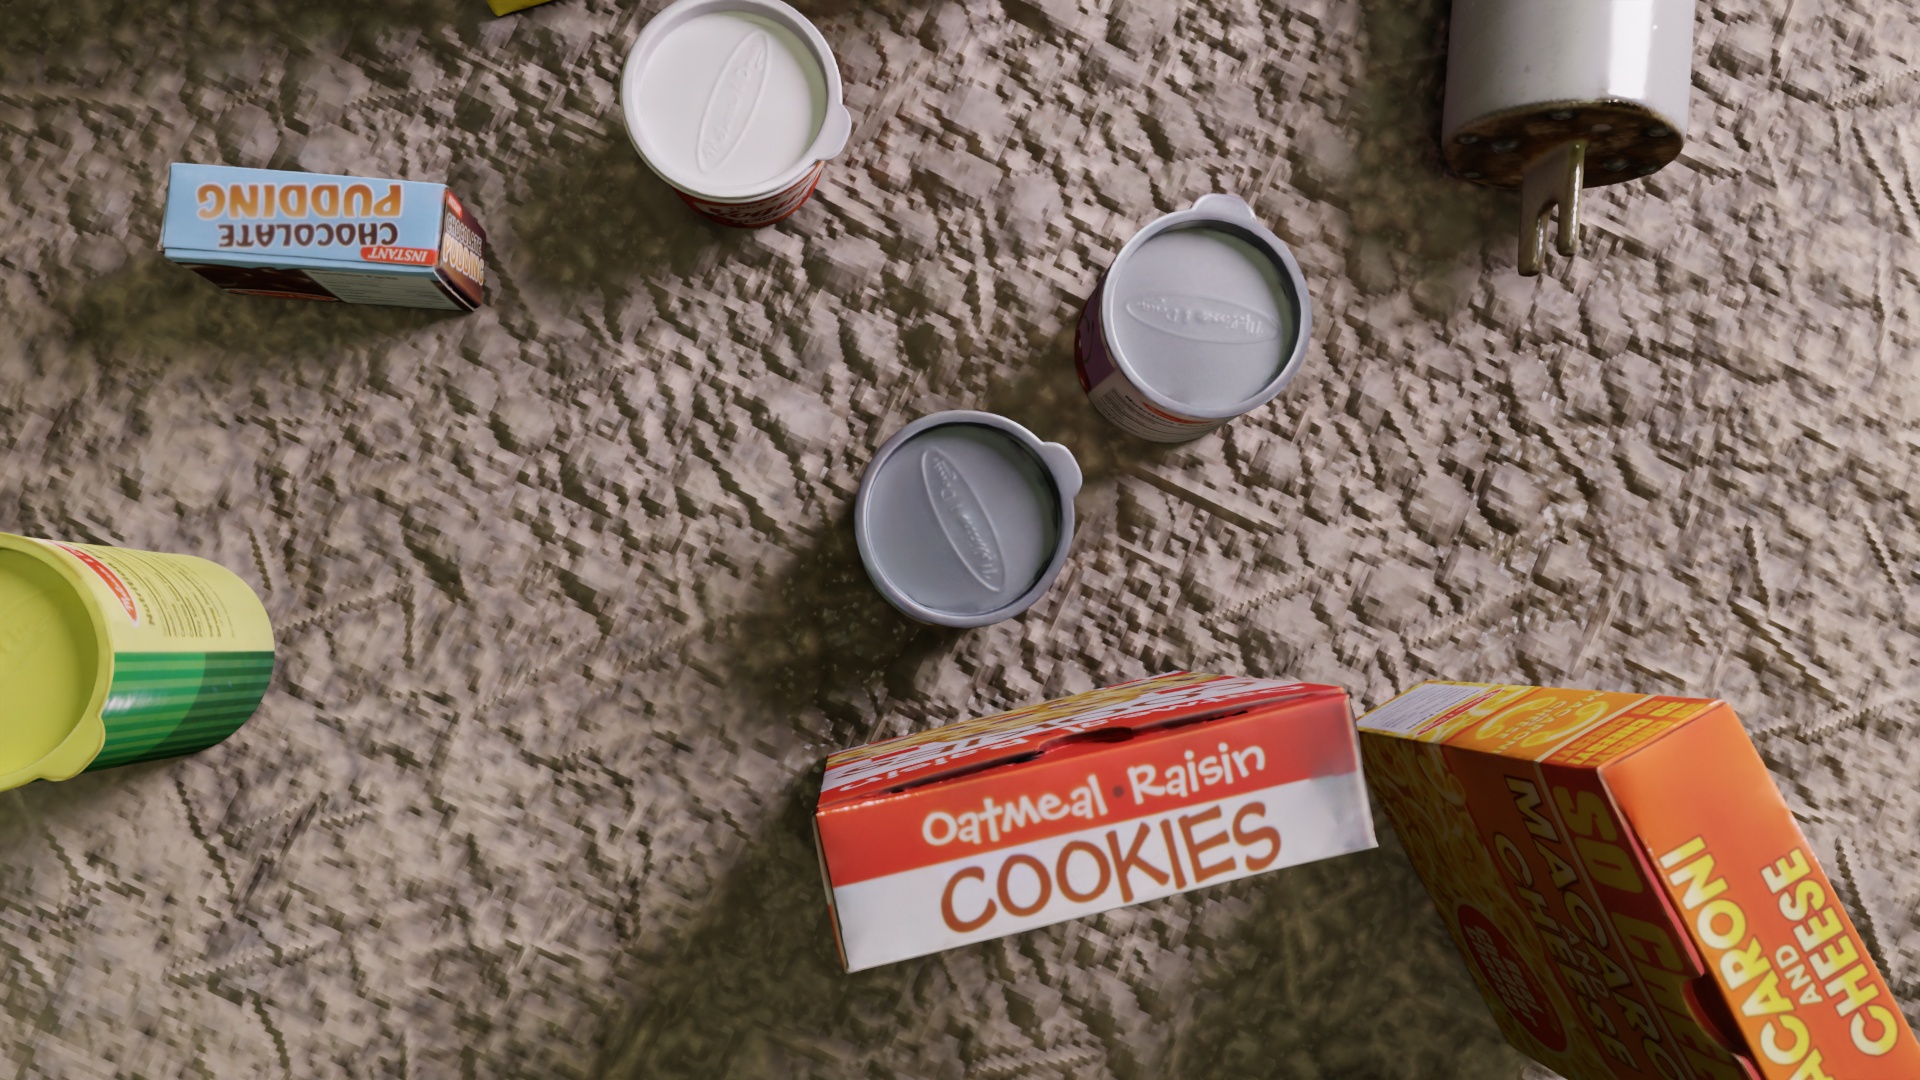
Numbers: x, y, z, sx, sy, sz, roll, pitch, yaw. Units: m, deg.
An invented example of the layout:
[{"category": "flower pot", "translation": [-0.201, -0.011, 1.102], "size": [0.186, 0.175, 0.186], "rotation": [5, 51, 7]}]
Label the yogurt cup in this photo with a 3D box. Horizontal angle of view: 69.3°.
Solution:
[{"category": "yogurt cup", "translation": [-0.072, -0.136, 0.452], "size": [0.072, 0.054, 0.072], "rotation": [0, 85, -4]}]

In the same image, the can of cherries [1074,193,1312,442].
[{"category": "can of cherries", "translation": [0.075, -0.070, 0.455], "size": [0.071, 0.058, 0.071], "rotation": [0, 85, -4]}]

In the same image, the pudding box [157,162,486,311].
[{"category": "pudding box", "translation": [-0.200, -0.095, 0.440], "size": [0.084, 0.049, 0.030], "rotation": [3, 85, -4]}]

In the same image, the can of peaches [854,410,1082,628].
[{"category": "can of peaches", "translation": [0.002, -0.006, 0.444], "size": [0.071, 0.058, 0.071], "rotation": [0, 85, -4]}]

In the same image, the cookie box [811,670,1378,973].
[{"category": "cookie box", "translation": [0.024, 0.068, 0.384], "size": [0.123, 0.167, 0.040], "rotation": [-12, 87, -5]}]

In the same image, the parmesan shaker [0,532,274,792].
[{"category": "parmesan shaker", "translation": [-0.249, 0.036, 0.398], "size": [0.071, 0.103, 0.071], "rotation": [0, 85, -4]}]

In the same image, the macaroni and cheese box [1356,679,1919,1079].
[{"category": "macaroni and cheese box", "translation": [0.180, 0.104, 0.393], "size": [0.040, 0.166, 0.123], "rotation": [-28, 88, -6]}]
